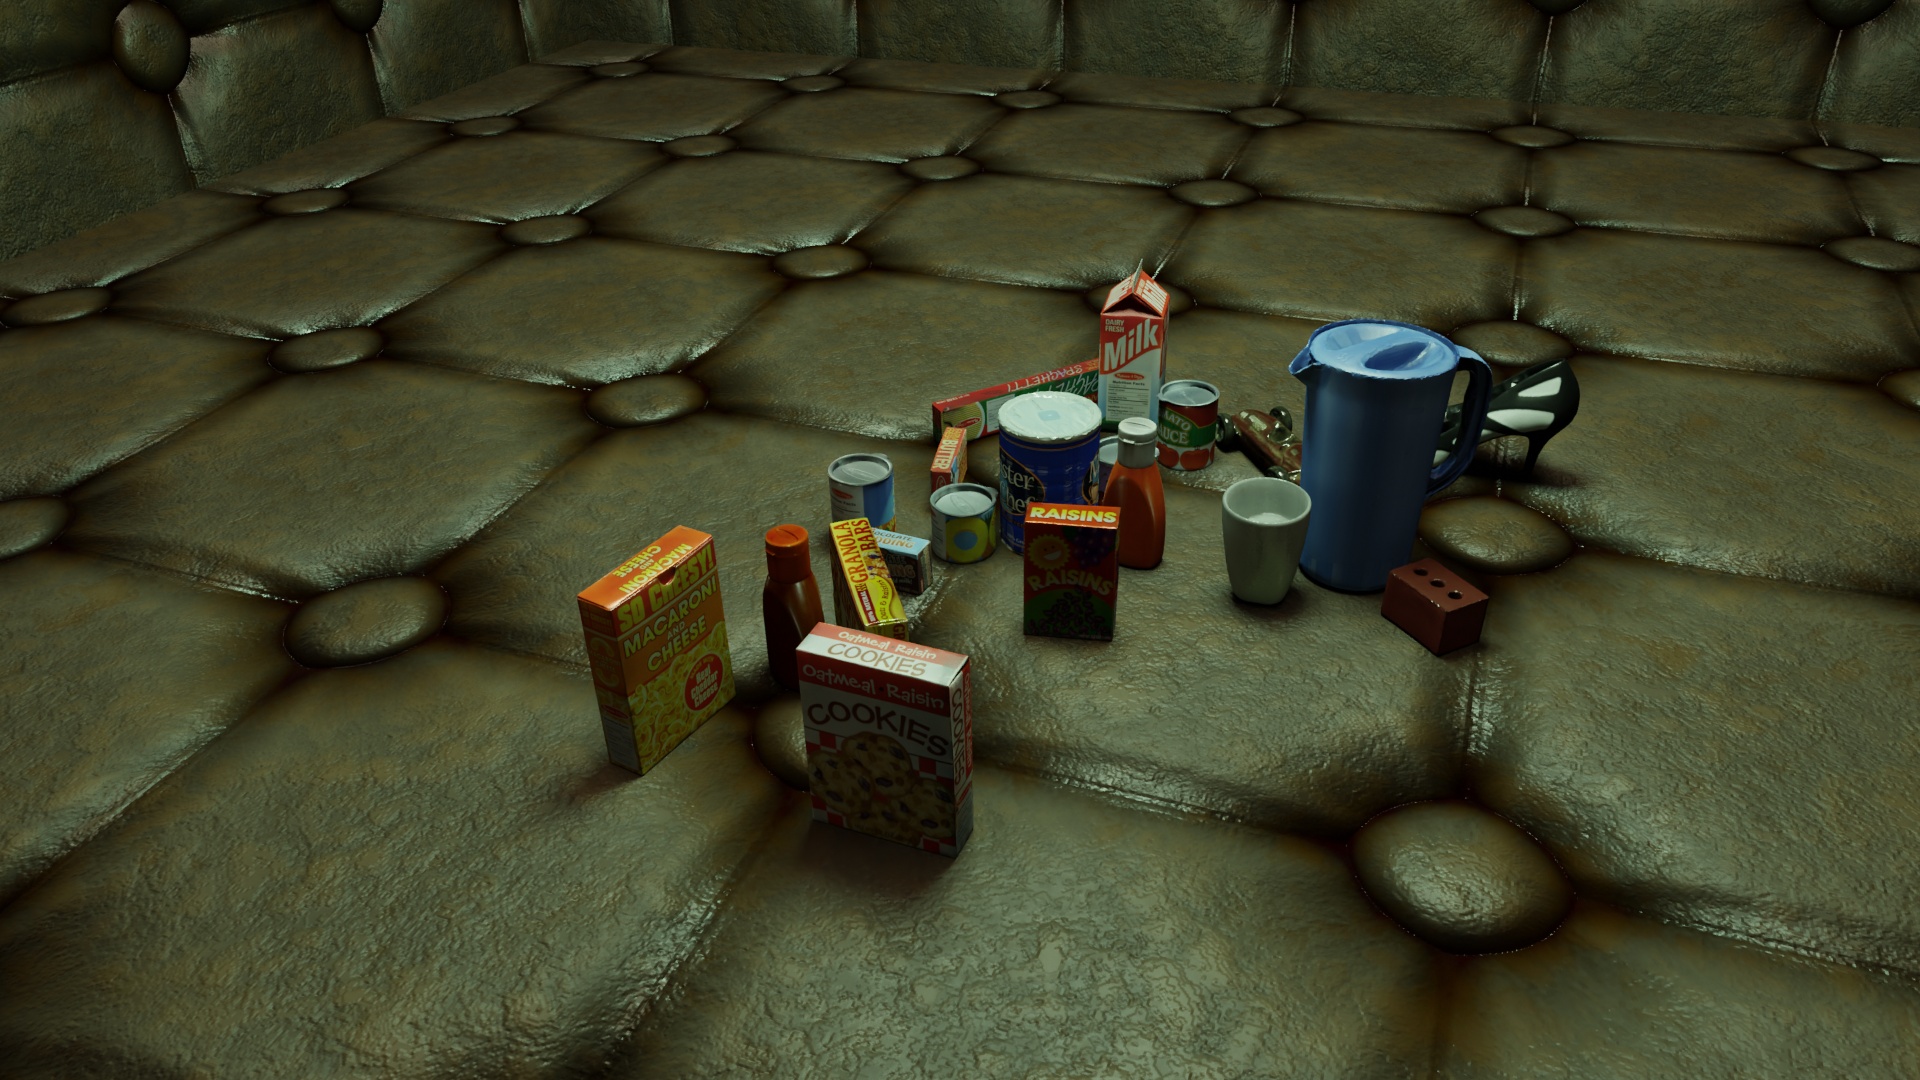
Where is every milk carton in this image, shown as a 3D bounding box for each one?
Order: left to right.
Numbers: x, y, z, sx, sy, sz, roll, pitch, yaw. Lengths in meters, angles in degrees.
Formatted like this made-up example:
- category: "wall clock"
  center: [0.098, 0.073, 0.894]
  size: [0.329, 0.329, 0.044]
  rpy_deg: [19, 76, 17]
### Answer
- category: "milk carton"
  center: [0.200, -0.223, 1.603]
  size: [0.073, 0.189, 0.073]
  rpy_deg: [6, 32, 12]

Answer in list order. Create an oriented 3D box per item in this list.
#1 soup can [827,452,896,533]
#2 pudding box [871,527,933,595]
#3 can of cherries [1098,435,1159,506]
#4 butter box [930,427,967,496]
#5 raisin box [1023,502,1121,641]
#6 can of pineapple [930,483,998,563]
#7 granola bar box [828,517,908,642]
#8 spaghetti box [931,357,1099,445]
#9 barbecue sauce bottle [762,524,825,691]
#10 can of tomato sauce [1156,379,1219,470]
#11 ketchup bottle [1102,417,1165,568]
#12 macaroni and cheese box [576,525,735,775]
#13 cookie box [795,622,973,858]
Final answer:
- category: "soup can"
  center: [-0.098, -0.038, 1.419]
  size: [0.071, 0.083, 0.072]
  rpy_deg: [-1, 32, 1]
- category: "pudding box"
  center: [-0.070, 0.018, 1.359]
  size: [0.084, 0.049, 0.030]
  rpy_deg: [13, 35, 22]
- category: "can of cherries"
  center: [0.175, -0.071, 1.484]
  size: [0.071, 0.058, 0.072]
  rpy_deg: [-1, 32, 1]
- category: "butter box"
  center: [-0.012, -0.077, 1.506]
  size: [0.024, 0.052, 0.104]
  rpy_deg: [4, 32, 9]
- category: "raisin box"
  center: [0.101, 0.028, 1.266]
  size: [0.086, 0.122, 0.040]
  rpy_deg: [4, 32, 9]
- category: "can of pineapple"
  center: [0.005, -0.018, 1.405]
  size: [0.071, 0.057, 0.071]
  rpy_deg: [-1, 32, 1]
- category: "granola bar box"
  center: [-0.078, 0.075, 1.196]
  size: [0.039, 0.123, 0.166]
  rpy_deg: [-9, 32, -12]
- category: "spaghetti box"
  center: [0.081, -0.166, 1.649]
  size: [0.251, 0.050, 0.029]
  rpy_deg: [-18, 35, -25]
- category: "barbecue sauce bottle"
  center: [-0.145, 0.058, 1.204]
  size: [0.044, 0.147, 0.065]
  rpy_deg: [-28, 40, -36]
- category: "can of tomato sauce"
  center: [0.251, -0.128, 1.549]
  size: [0.071, 0.082, 0.071]
  rpy_deg: [-1, 32, 1]
- category: "ketchup bottle"
  center: [0.170, -0.046, 1.359]
  size: [0.065, 0.148, 0.044]
  rpy_deg: [17, 36, 27]
- category: "macaroni and cheese box"
  center: [-0.245, 0.089, 1.141]
  size: [0.040, 0.165, 0.124]
  rpy_deg: [16, 36, 26]
- category: "cookie box"
  center: [-0.054, 0.149, 1.036]
  size: [0.123, 0.166, 0.040]
  rpy_deg: [11, 34, 20]
